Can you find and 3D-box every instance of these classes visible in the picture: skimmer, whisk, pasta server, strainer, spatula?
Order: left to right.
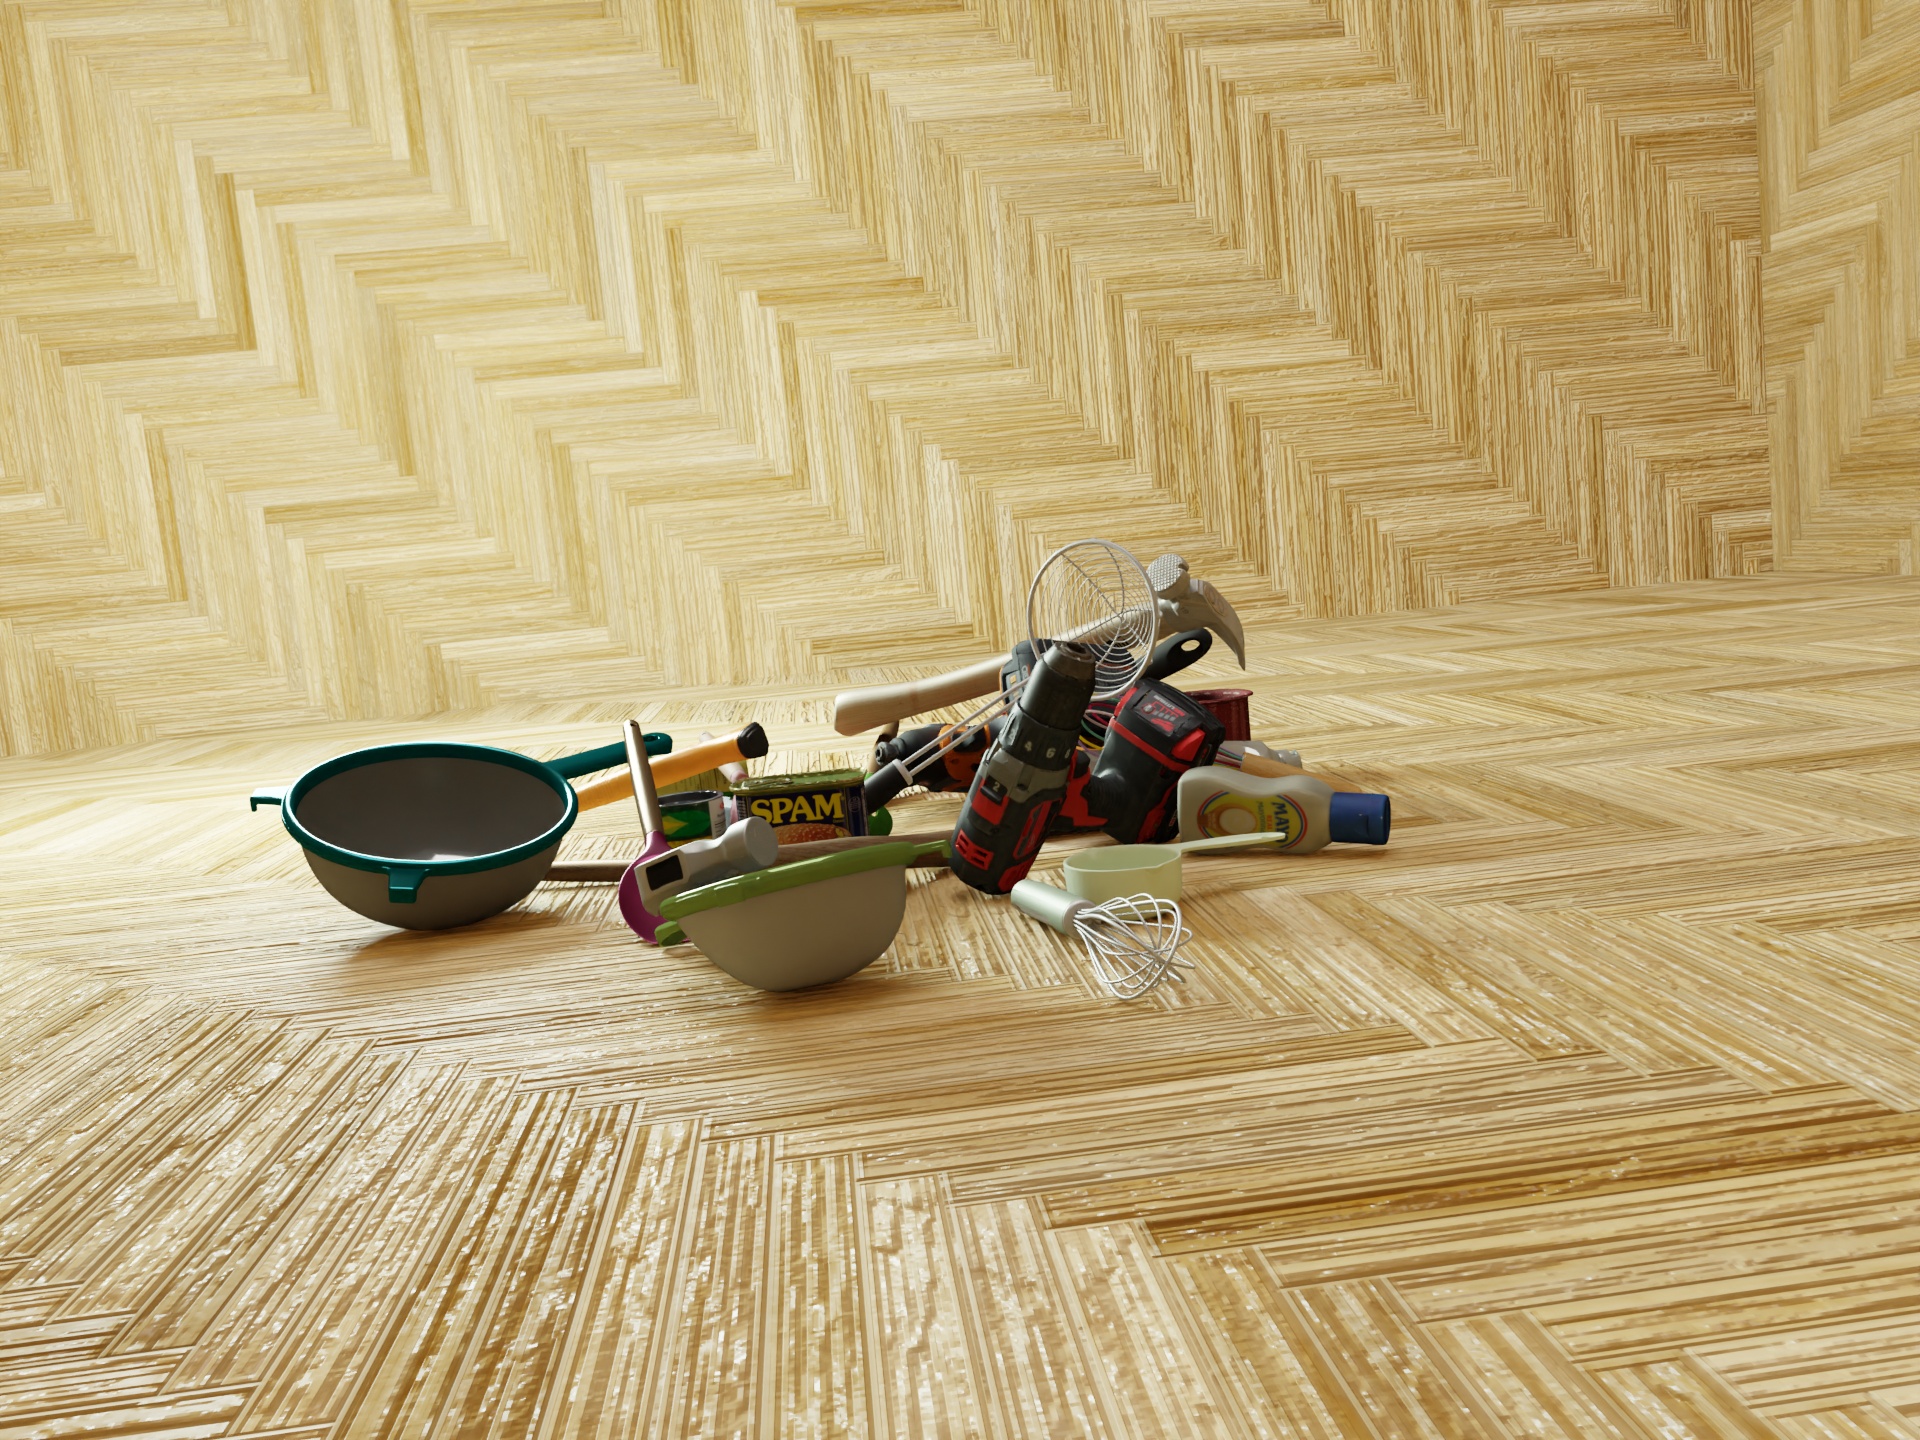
[{"bbox_3d":[-0.360,0.085,1.252,0.211,0.095,0.340,22,25,32],"label":"strainer"},{"bbox_3d":[-0.319,0.114,1.283,0.317,0.044,0.082,-2,31,14],"label":"spatula"},{"bbox_3d":[-0.202,0.053,1.430,0.060,0.040,0.316,-20,17,-14],"label":"pasta server"},{"bbox_3d":[-0.120,0.132,0.953,0.151,0.069,0.256,-9,-10,-36],"label":"strainer"},{"bbox_3d":[-0.002,-0.004,1.252,0.363,0.127,0.090,-35,-22,-3],"label":"skimmer"},{"bbox_3d":[0.074,0.119,0.934,0.057,0.059,0.246,31,-7,-14],"label":"whisk"},{"bbox_3d":[0.124,-0.017,1.523,0.296,0.073,0.073,-31,-11,38],"label":"whisk"},{"bbox_3d":[0.207,0.025,1.287,0.245,0.051,0.047,17,33,1],"label":"whisk"}]

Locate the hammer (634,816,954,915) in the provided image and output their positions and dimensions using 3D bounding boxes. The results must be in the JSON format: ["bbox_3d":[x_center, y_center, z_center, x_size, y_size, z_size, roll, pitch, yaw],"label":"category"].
[{"bbox_3d":[-0.093,0.094,1.080,0.130,0.031,0.331,-20,-12,28],"label":"hammer"}]

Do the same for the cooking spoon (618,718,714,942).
[{"bbox_3d":[-0.232,0.077,1.198,0.068,0.017,0.319,-5,29,-15],"label":"cooking spoon"}]

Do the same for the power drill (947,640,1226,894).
[{"bbox_3d":[0.096,0.023,1.148,0.080,0.187,0.226,36,28,31],"label":"power drill"}]

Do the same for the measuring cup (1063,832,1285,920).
[{"bbox_3d":[0.146,0.101,1.045,0.167,0.038,0.083,-7,7,-26],"label":"measuring cup"}]

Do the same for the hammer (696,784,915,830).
[{"bbox_3d":[-0.073,0.061,1.548,0.386,0.038,0.143,-12,10,-42],"label":"hammer"}]

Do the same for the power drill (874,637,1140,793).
[{"bbox_3d":[0.037,0.006,1.407,0.164,0.084,0.226,4,-24,-33],"label":"power drill"}]

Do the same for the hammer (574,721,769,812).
[{"bbox_3d":[-0.329,0.068,1.400,0.337,0.034,0.127,-19,7,1],"label":"hammer"}]

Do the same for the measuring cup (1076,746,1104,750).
[{"bbox_3d":[0.132,0.035,1.527,0.095,0.052,0.174,-6,8,0],"label":"measuring cup"}]

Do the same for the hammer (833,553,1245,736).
[{"bbox_3d":[0.057,-0.044,1.459,0.410,0.038,0.146,-17,-37,32],"label":"hammer"}]

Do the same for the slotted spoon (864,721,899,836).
[{"bbox_3d":[-0.081,0.046,1.466,0.070,0.031,0.314,19,17,-1],"label":"slotted spoon"}]
